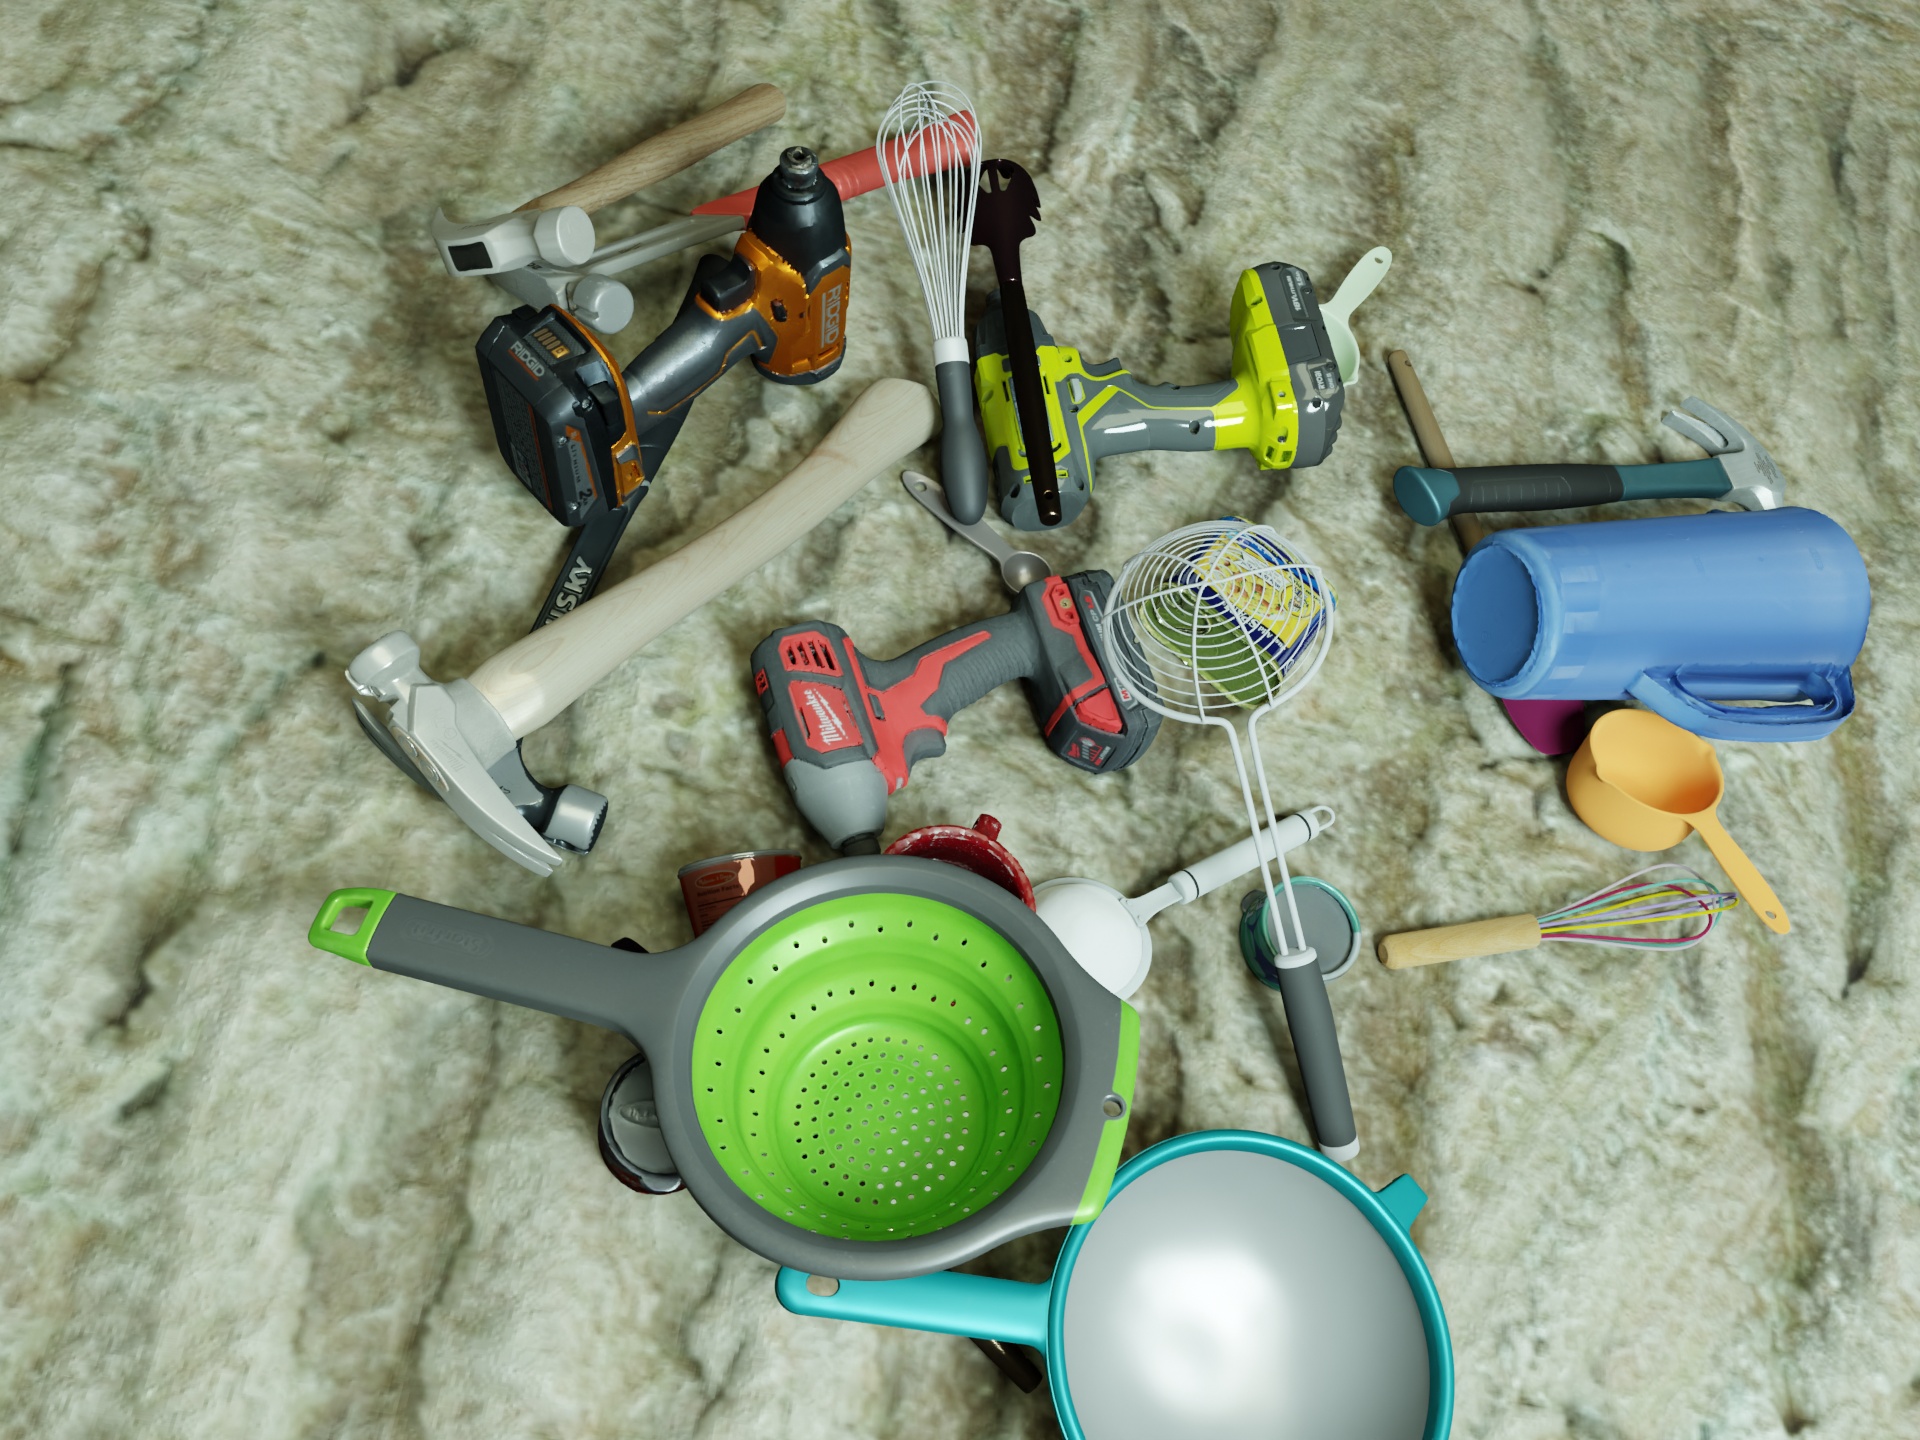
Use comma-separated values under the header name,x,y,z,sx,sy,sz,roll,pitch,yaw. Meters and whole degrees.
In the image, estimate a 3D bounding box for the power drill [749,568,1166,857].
name,x,y,z,sx,sy,sz,roll,pitch,yaw
power drill,-0.001,-0.003,0.932,0.219,0.078,0.143,-14,71,-17

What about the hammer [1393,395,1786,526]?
name,x,y,z,sx,sy,sz,roll,pitch,yaw
hammer,0.453,-0.167,1.130,0.331,0.033,0.128,-6,67,-22

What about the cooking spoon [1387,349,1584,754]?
name,x,y,z,sx,sy,sz,roll,pitch,yaw
cooking spoon,0.358,-0.123,1.107,0.068,0.017,0.319,-7,69,-23

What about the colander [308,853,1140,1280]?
name,x,y,z,sx,sy,sz,roll,pitch,yaw
colander,-0.117,0.156,0.768,0.397,0.094,0.205,13,56,7

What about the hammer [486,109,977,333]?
name,x,y,z,sx,sy,sz,roll,pitch,yaw
hammer,-0.133,-0.343,1.052,0.359,0.036,0.149,-31,47,-31

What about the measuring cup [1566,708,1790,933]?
name,x,y,z,sx,sy,sz,roll,pitch,yaw
measuring cup,0.453,0.074,1.005,0.095,0.052,0.174,-12,55,-21

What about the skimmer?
name,x,y,z,sx,sy,sz,roll,pitch,yaw
skimmer,0.174,0.068,0.903,0.127,0.090,0.363,-14,100,8

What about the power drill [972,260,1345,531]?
name,x,y,z,sx,sy,sz,roll,pitch,yaw
power drill,0.122,-0.223,1.041,0.223,0.080,0.171,-9,68,-3

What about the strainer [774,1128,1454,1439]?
name,x,y,z,sx,sy,sz,roll,pitch,yaw
strainer,0.072,0.311,0.801,0.340,0.095,0.211,11,62,-7

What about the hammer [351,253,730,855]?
name,x,y,z,sx,sy,sz,roll,pitch,yaw
hammer,-0.214,-0.124,0.952,0.149,0.036,0.409,20,63,-4

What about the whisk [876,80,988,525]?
name,x,y,z,sx,sy,sz,roll,pitch,yaw
whisk,-0.011,-0.264,1.008,0.070,0.070,0.284,-6,88,-17

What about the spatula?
name,x,y,z,sx,sy,sz,roll,pitch,yaw
spatula,-0.070,0.229,0.830,0.018,0.060,0.316,-44,87,2

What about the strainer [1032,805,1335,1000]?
name,x,y,z,sx,sy,sz,roll,pitch,yaw
strainer,0.124,0.099,0.938,0.258,0.050,0.087,-23,60,-26

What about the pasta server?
name,x,y,z,sx,sy,sz,roll,pitch,yaw
pasta server,0.037,-0.249,1.010,0.060,0.040,0.316,-9,60,2

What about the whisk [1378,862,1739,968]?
name,x,y,z,sx,sy,sz,roll,pitch,yaw
whisk,0.374,0.128,0.992,0.245,0.051,0.047,-7,35,-12

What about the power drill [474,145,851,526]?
name,x,y,z,sx,sy,sz,roll,pitch,yaw
power drill,-0.155,-0.224,0.902,0.226,0.164,0.084,-37,72,-23

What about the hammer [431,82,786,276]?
name,x,y,z,sx,sy,sz,roll,pitch,yaw
hammer,-0.203,-0.342,0.988,0.130,0.031,0.331,2,34,26

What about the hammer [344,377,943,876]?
name,x,y,z,sx,sy,sz,roll,pitch,yaw
hammer,-0.140,-0.083,0.920,0.146,0.038,0.411,50,55,-3

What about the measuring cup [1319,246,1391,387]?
name,x,y,z,sx,sy,sz,roll,pitch,yaw
measuring cup,0.264,-0.284,1.144,0.083,0.038,0.168,38,61,4

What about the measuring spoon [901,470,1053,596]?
name,x,y,z,sx,sy,sz,roll,pitch,yaw
measuring spoon,0.008,-0.118,1.020,0.124,0.018,0.034,41,58,13
